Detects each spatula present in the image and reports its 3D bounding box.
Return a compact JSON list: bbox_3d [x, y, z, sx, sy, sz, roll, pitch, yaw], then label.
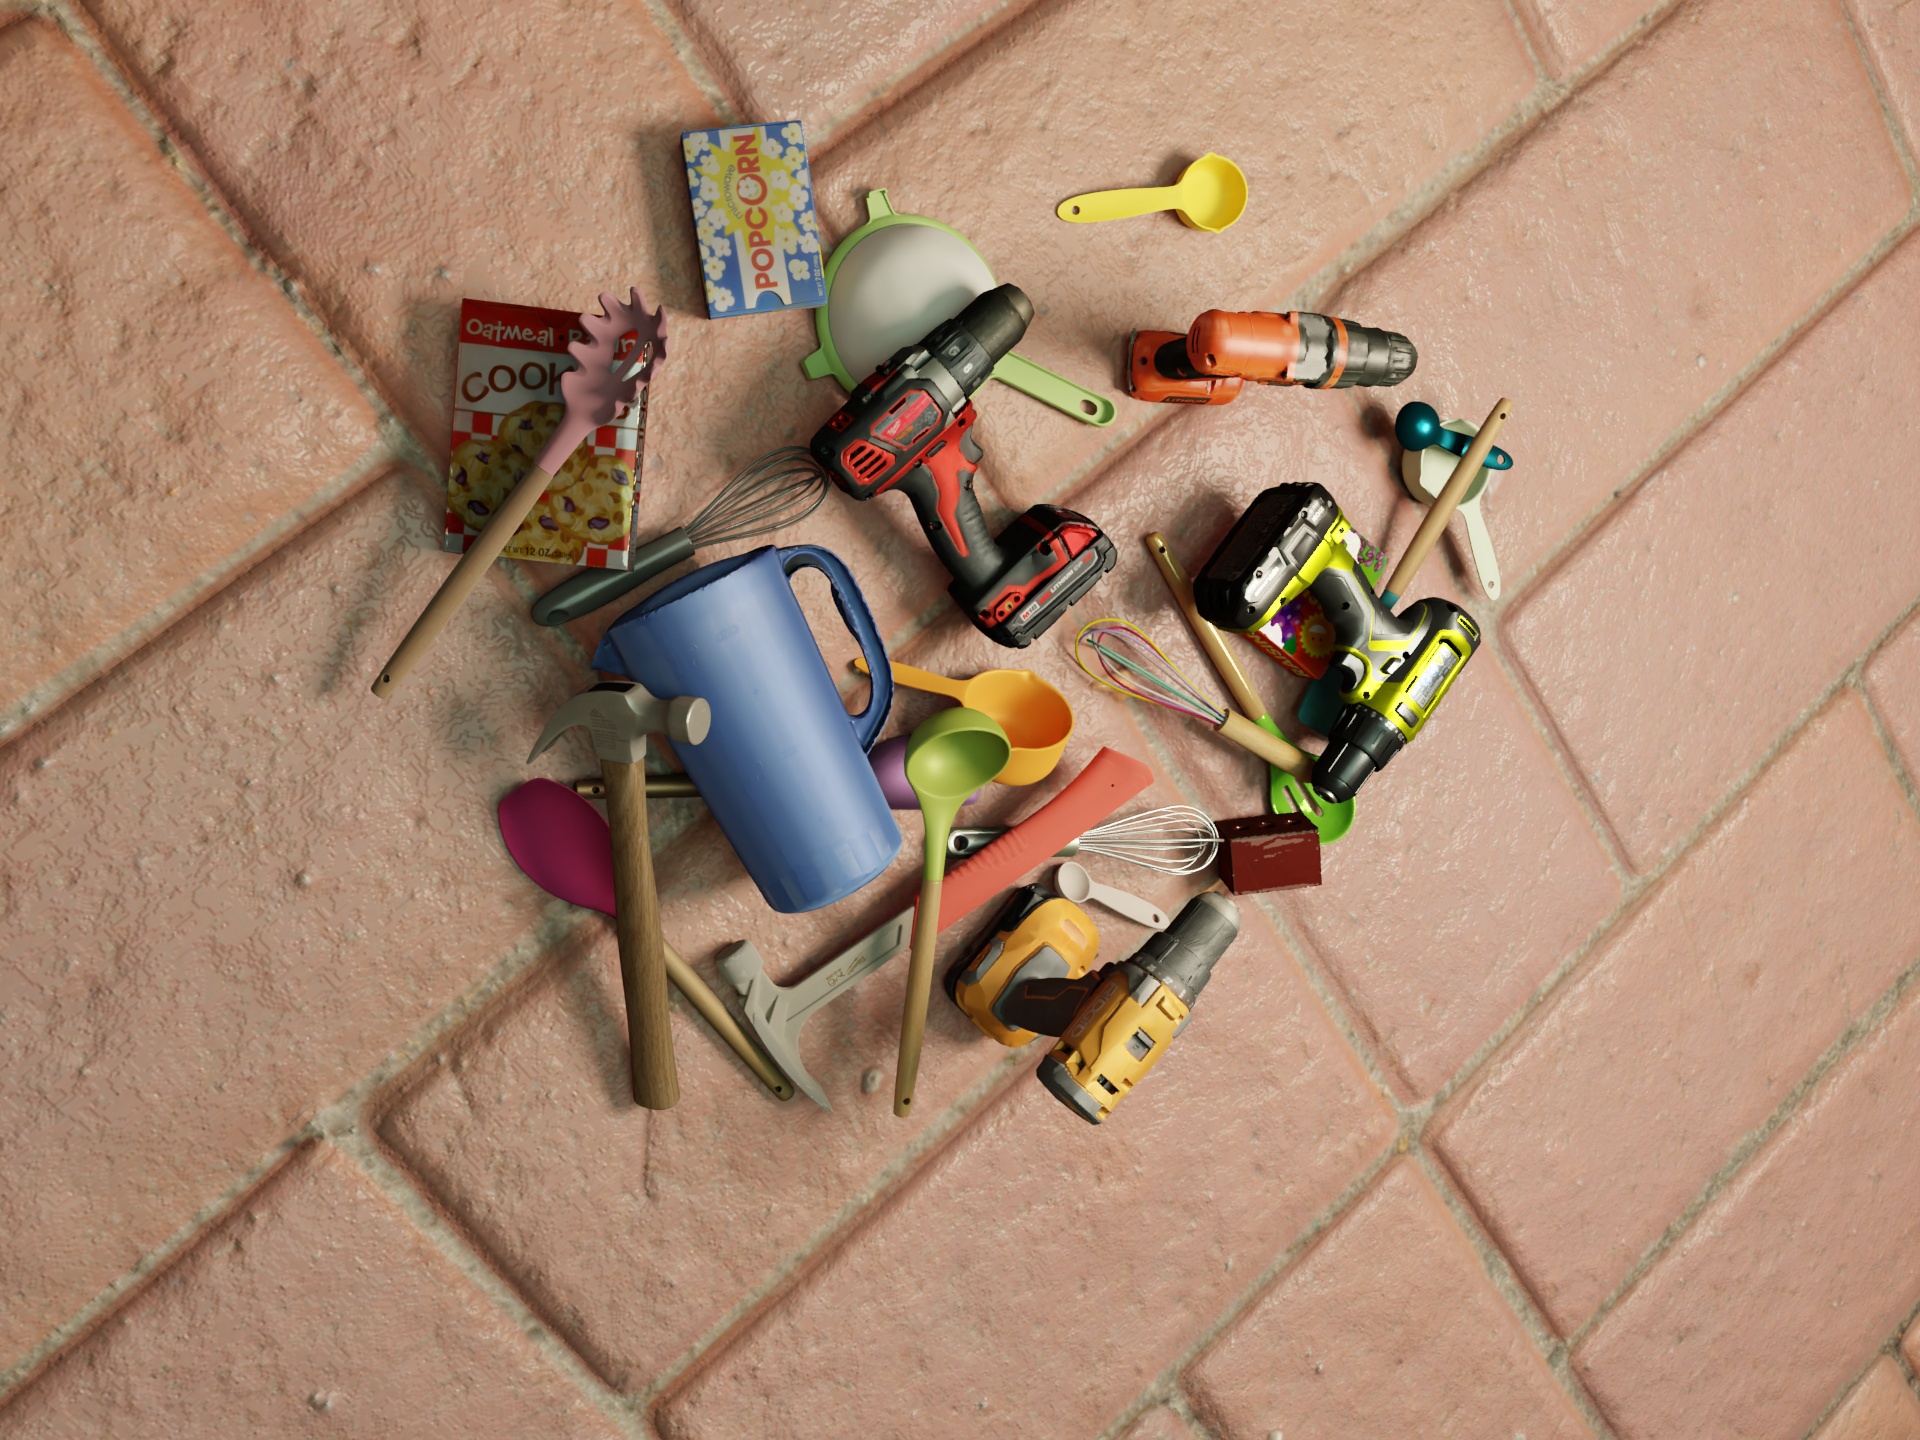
[{"bbox_3d":[-0.129,0.043,1.190,0.315,0.018,0.060,-2,92,-24],"label":"spatula"},{"bbox_3d":[0.387,-0.127,1.351,0.082,0.044,0.317,24,103,-20],"label":"spatula"}]

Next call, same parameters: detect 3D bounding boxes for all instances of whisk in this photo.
[{"bbox_3d":[-0.195,-0.129,1.127,0.239,0.055,0.055,-30,107,-13],"label":"whisk"},{"bbox_3d":[0.198,-0.014,1.294,0.244,0.051,0.047,29,79,-17],"label":"whisk"},{"bbox_3d":[0.098,0.097,1.278,0.246,0.059,0.058,1,84,-18],"label":"whisk"}]

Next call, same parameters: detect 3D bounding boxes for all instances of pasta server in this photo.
[{"bbox_3d":[-0.290,-0.143,1.034,0.060,0.040,0.316,38,93,5],"label":"pasta server"}]

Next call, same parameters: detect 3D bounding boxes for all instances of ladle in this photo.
[{"bbox_3d":[-0.020,0.146,1.168,0.078,0.062,0.320,4,101,-22],"label":"ladle"}]

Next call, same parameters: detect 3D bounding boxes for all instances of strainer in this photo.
[{"bbox_3d":[0.019,-0.280,1.185,0.256,0.069,0.151,22,88,-22],"label":"strainer"}]

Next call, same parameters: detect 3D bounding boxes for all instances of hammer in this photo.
[{"bbox_3d":[-0.228,0.128,1.107,0.130,0.031,0.331,8,115,19],"label":"hammer"},{"bbox_3d":[0.000,0.142,1.218,0.359,0.037,0.149,-34,105,-7],"label":"hammer"}]

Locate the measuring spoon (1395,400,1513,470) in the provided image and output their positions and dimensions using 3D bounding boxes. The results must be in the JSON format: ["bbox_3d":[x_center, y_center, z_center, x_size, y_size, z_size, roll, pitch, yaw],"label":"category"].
[{"bbox_3d":[0.424,-0.236,1.346,0.128,0.021,0.042,15,90,-23],"label":"measuring spoon"}]

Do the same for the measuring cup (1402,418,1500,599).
[{"bbox_3d":[0.435,-0.182,1.392,0.083,0.038,0.167,-29,108,-17],"label":"measuring cup"}]

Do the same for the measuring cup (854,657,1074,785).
[{"bbox_3d":[-0.002,-0.004,1.220,0.173,0.095,0.052,17,132,1],"label":"measuring cup"}]

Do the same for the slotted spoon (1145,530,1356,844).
[{"bbox_3d":[0.239,-0.026,1.332,0.070,0.031,0.313,-34,106,-1],"label":"slotted spoon"}]

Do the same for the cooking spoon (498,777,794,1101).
[{"bbox_3d":[-0.221,0.168,1.165,0.069,0.017,0.318,-36,109,2],"label":"cooking spoon"}]

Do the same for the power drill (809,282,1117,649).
[{"bbox_3d":[0.021,-0.184,1.159,0.188,0.080,0.226,-43,122,-2],"label":"power drill"}]

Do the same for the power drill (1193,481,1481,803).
[{"bbox_3d":[0.298,-0.062,1.282,0.228,0.080,0.190,41,80,-22],"label":"power drill"}]

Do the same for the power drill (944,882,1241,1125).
[{"bbox_3d":[0.099,0.187,1.189,0.084,0.226,0.185,45,78,-21],"label":"power drill"}]

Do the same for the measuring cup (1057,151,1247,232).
[{"bbox_3d":[0.149,-0.409,1.255,0.156,0.029,0.062,-10,100,-10],"label":"measuring cup"}]

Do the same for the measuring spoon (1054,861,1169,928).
[{"bbox_3d":[0.123,0.150,1.312,0.124,0.018,0.034,26,55,-29],"label":"measuring spoon"}]
